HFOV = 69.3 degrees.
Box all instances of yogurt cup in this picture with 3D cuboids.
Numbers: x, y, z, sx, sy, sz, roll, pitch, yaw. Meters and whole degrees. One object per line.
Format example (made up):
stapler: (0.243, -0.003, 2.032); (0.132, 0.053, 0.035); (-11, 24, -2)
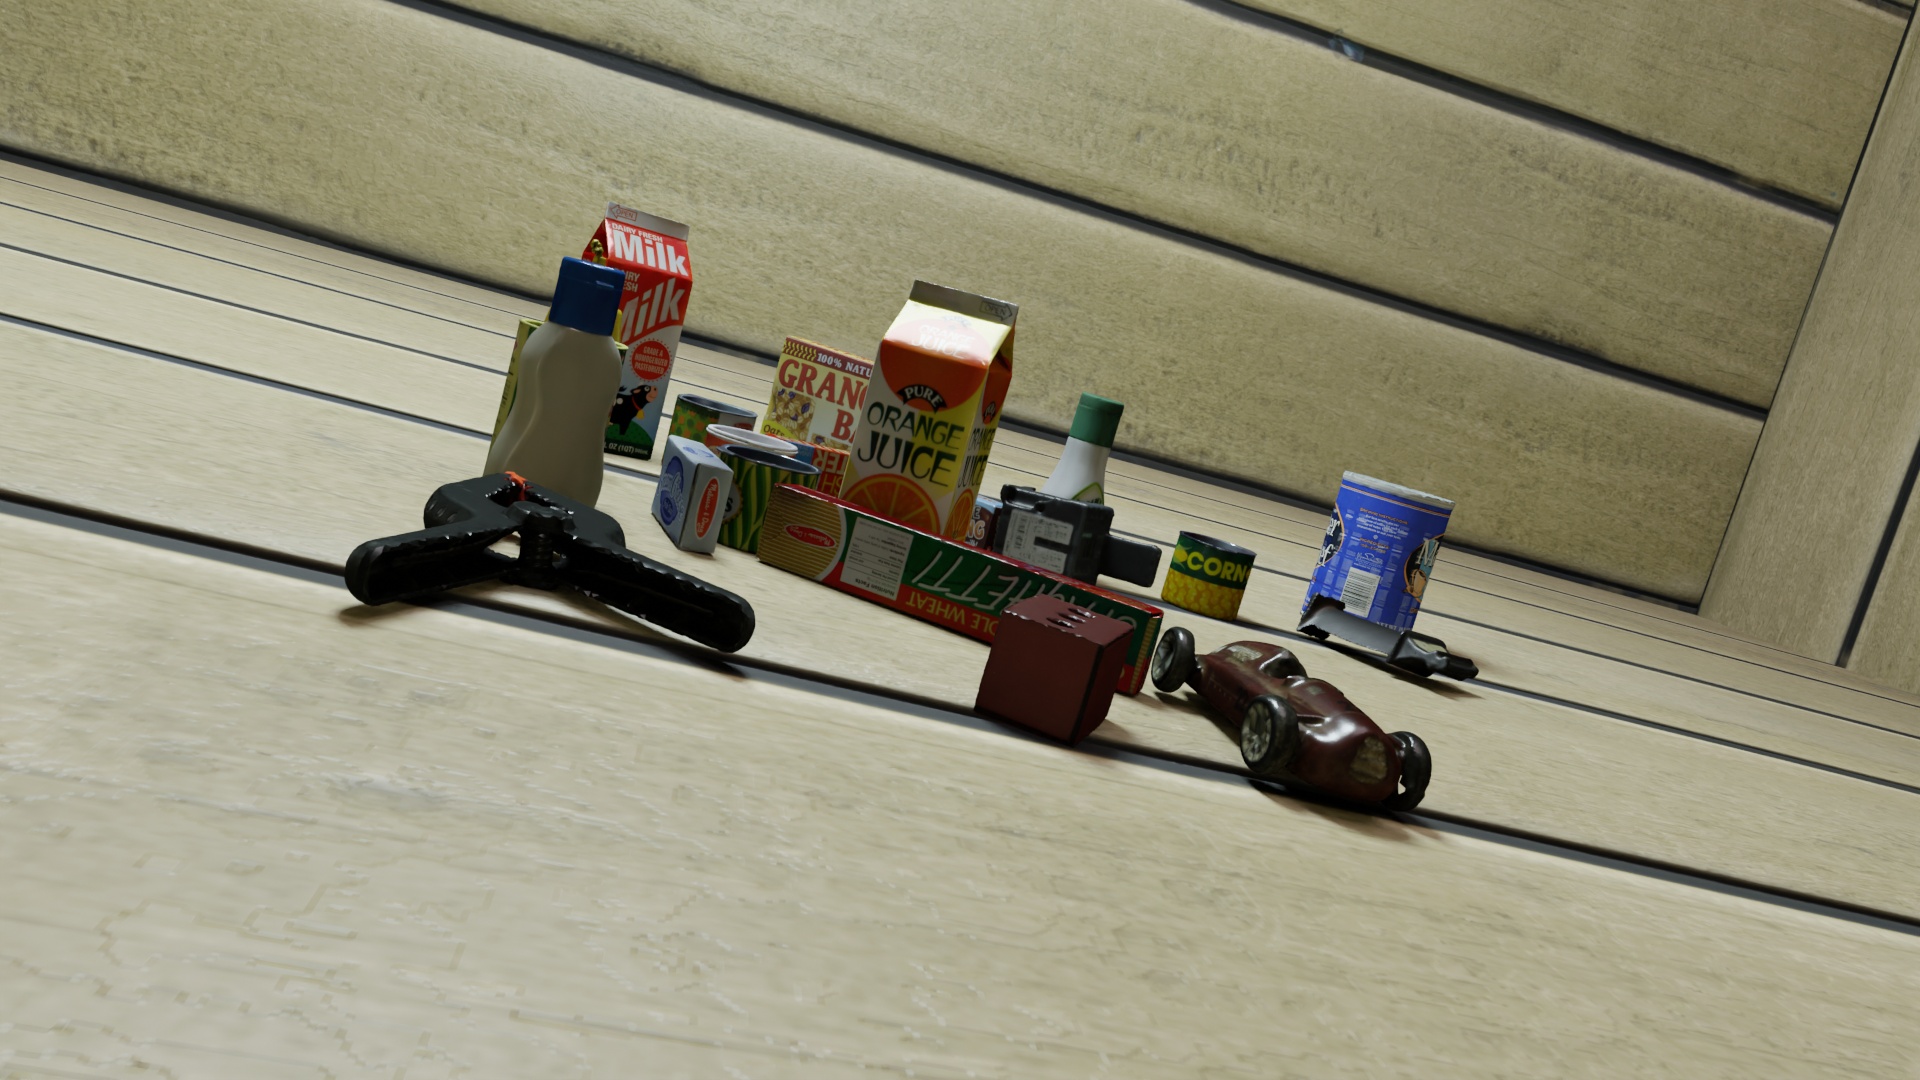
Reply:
yogurt cup: (-0.158, -0.051, 1.018); (0.072, 0.054, 0.072); (15, 8, -2)

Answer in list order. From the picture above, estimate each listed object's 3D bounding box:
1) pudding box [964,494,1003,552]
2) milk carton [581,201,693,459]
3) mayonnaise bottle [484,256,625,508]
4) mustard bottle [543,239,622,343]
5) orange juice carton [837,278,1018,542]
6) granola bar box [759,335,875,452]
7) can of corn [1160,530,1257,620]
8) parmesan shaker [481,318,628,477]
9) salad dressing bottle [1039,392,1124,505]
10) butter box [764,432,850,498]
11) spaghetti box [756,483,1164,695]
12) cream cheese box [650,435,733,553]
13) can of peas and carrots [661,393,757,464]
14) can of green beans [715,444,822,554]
pudding box: (0.004, -0.014, 1.089); (0.030, 0.049, 0.084); (8, 11, -44)
milk carton: (-0.271, -0.168, 1.113); (0.072, 0.190, 0.073); (11, 9, -33)
mayonnaise bottle: (-0.227, -0.087, 0.799); (0.065, 0.147, 0.041); (9, 10, -42)
mustard bottle: (-0.269, -0.132, 0.978); (0.065, 0.160, 0.049); (22, 10, 39)
orange juice carton: (-0.022, -0.064, 0.880); (0.072, 0.192, 0.073); (17, 8, 12)
granola bar box: (-0.094, -0.095, 1.188); (0.166, 0.124, 0.039); (21, 9, 31)
can of corn: (0.205, 0.029, 1.149); (0.071, 0.058, 0.071); (15, 8, -2)
parmesan shaker: (-0.250, -0.078, 0.858); (0.071, 0.103, 0.071); (16, 8, -2)
salad dressing bottle: (0.095, -0.046, 1.131); (0.064, 0.147, 0.044); (9, 10, -42)
butter box: (-0.111, -0.048, 1.089); (0.103, 0.053, 0.024); (10, 9, -33)
spaghetti box: (-0.004, 0.026, 0.812); (0.250, 0.050, 0.029); (19, 8, 20)
cream cheese box: (-0.168, -0.030, 0.861); (0.024, 0.053, 0.104); (12, 9, -24)
can of peas and carrots: (-0.205, -0.083, 1.125); (0.071, 0.058, 0.071); (15, 8, -2)
can of green beans: (-0.128, -0.025, 0.891); (0.071, 0.057, 0.071); (15, 8, -2)
